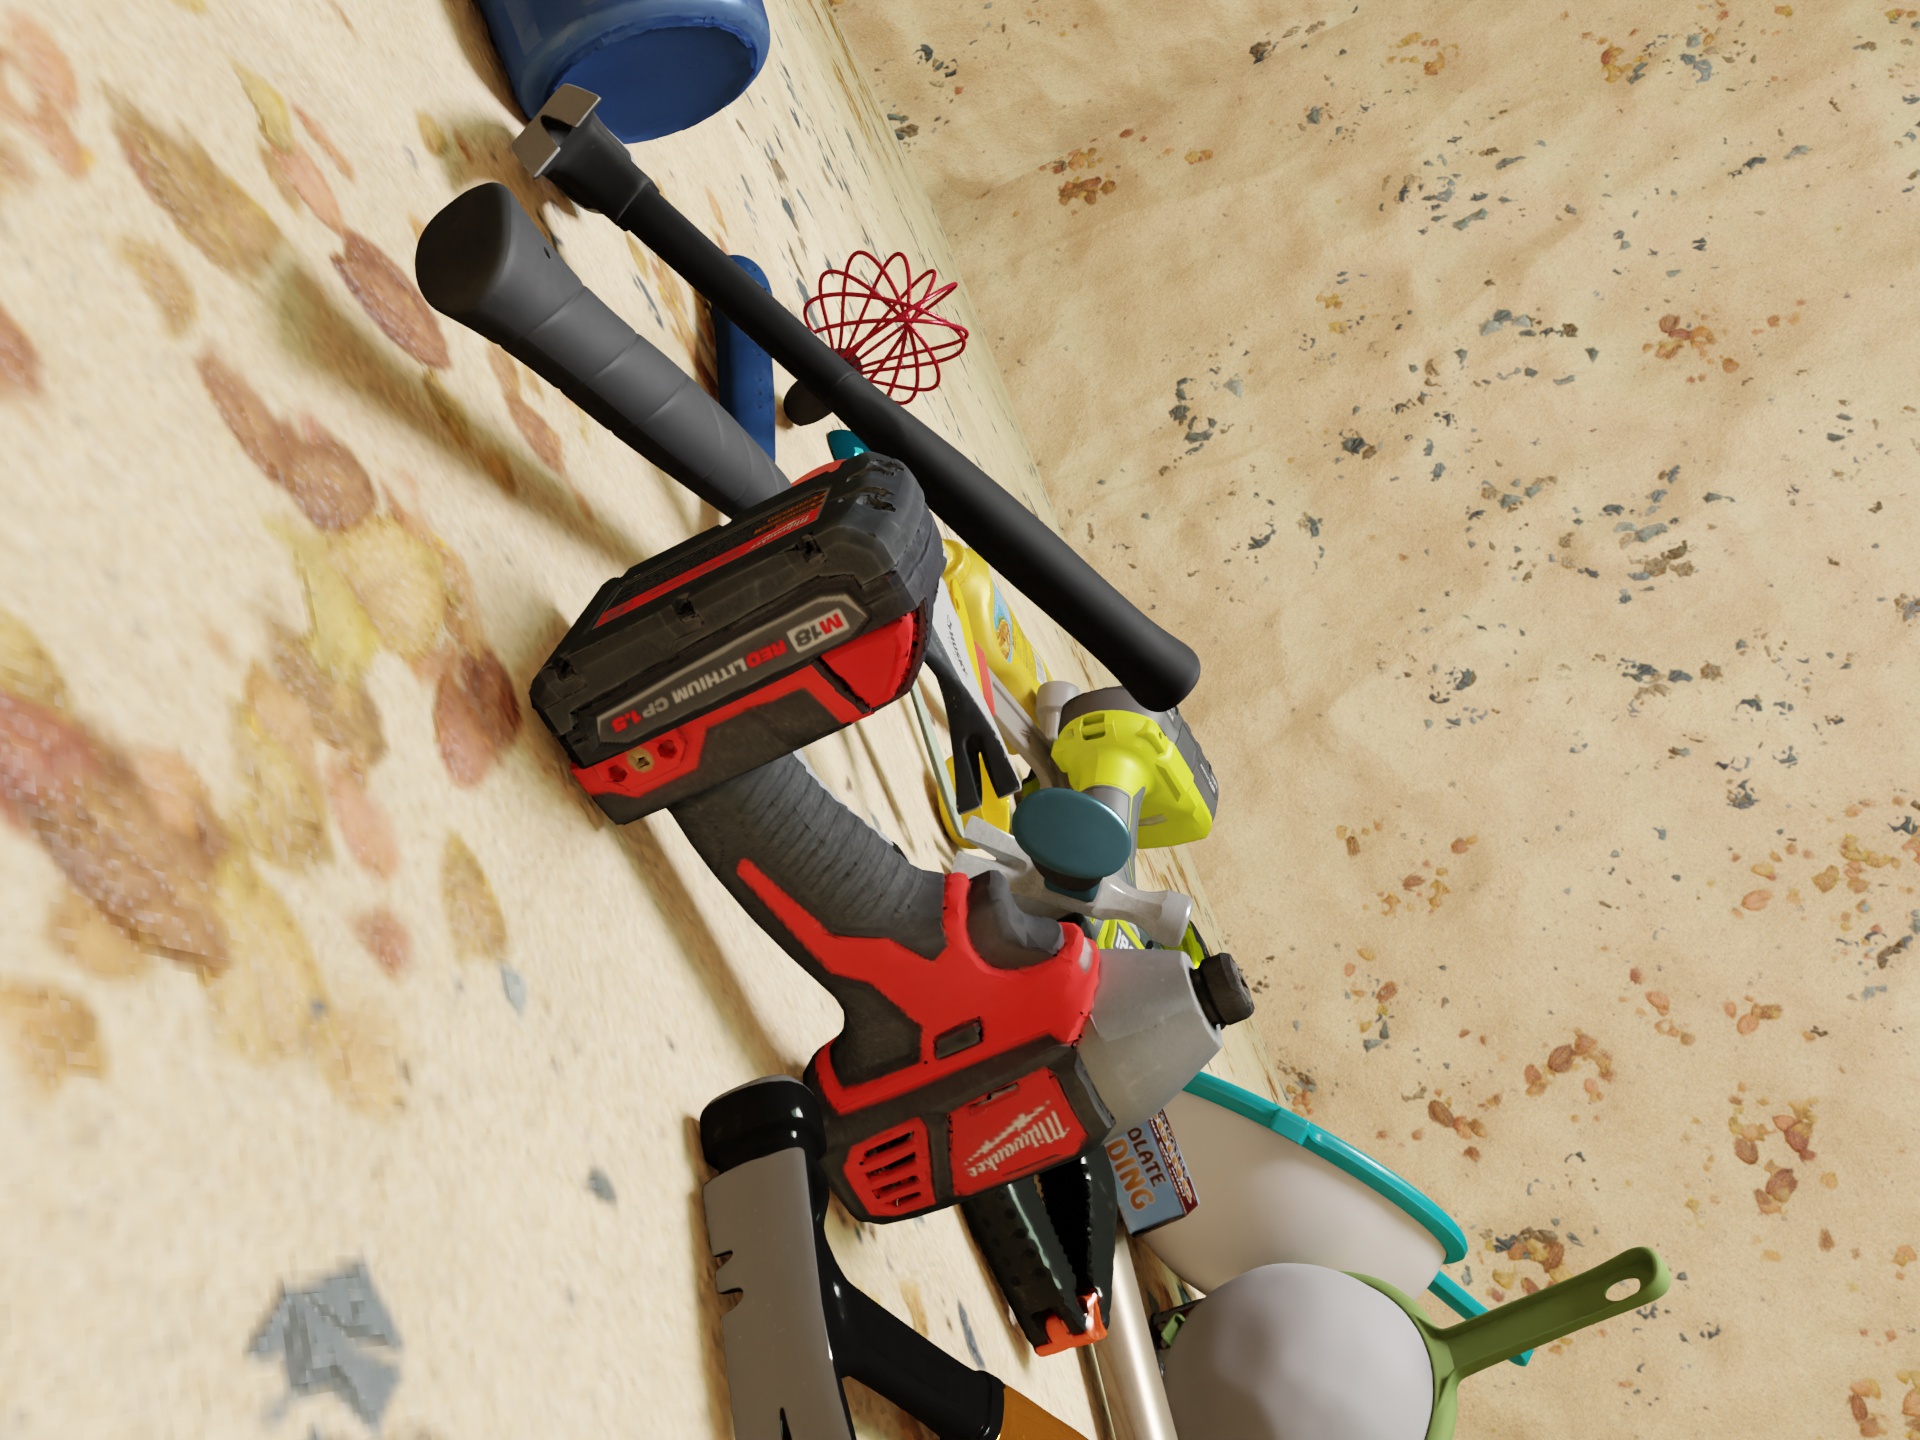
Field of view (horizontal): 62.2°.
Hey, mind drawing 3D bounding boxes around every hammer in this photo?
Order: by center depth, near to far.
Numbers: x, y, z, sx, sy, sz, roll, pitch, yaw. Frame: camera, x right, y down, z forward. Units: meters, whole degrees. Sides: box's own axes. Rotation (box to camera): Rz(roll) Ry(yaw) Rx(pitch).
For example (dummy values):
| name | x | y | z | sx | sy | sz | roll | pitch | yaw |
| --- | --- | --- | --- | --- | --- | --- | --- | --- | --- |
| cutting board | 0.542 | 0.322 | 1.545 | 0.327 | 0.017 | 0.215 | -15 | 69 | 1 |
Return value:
| name | x | y | z | sx | sy | sz | roll | pitch | yaw |
| --- | --- | --- | --- | --- | --- | --- | --- | --- | --- |
| hammer | 0.015 | 0.232 | 0.501 | 0.336 | 0.034 | 0.127 | 57 | 13 | -49 |
| hammer | -0.061 | -0.067 | 0.567 | 0.149 | 0.036 | 0.408 | 70 | 12 | 18 |
| hammer | -0.035 | -0.120 | 0.621 | 0.334 | 0.035 | 0.146 | 41 | 5 | -9 |
| hammer | -0.091 | -0.100 | 0.696 | 0.406 | 0.035 | 0.143 | -101 | 165 | -51 |
| hammer | 0.070 | 0.278 | 0.703 | 0.146 | 0.038 | 0.411 | 54 | 16 | -50 |
| hammer | 0.052 | 0.067 | 0.728 | 0.331 | 0.128 | 0.033 | 65 | 43 | -79 |
| hammer | -0.004 | -0.031 | 0.964 | 0.358 | 0.037 | 0.149 | 48 | 41 | -52 |

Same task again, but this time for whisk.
| name | x | y | z | sx | sy | sz | roll | pitch | yaw |
| --- | --- | --- | --- | --- | --- | --- | --- | --- | --- |
| whisk | -0.057 | -0.179 | 0.798 | 0.073 | 0.073 | 0.296 | 66 | -12 | -8 |

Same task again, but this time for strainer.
| name | x | y | z | sx | sy | sz | roll | pitch | yaw |
| --- | --- | --- | --- | --- | --- | --- | --- | --- | --- |
| strainer | 0.192 | 0.285 | 0.729 | 0.069 | 0.256 | 0.152 | 51 | 20 | -25 |
| strainer | 0.213 | 0.323 | 0.922 | 0.340 | 0.095 | 0.211 | 41 | -20 | -22 |

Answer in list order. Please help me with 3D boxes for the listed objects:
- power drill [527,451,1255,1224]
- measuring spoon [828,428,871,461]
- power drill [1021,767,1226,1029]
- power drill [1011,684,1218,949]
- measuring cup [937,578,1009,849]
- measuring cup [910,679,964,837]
| name | x | y | z | sx | sy | sz | roll | pitch | yaw |
| --- | --- | --- | --- | --- | --- | --- | --- | --- | --- |
| power drill | -0.013 | 0.042 | 0.468 | 0.219 | 0.143 | 0.079 | 61 | 13 | -20 |
| measuring spoon | -0.051 | -0.134 | 1.041 | 0.042 | 0.021 | 0.128 | -32 | 98 | -81 |
| power drill | 0.117 | 0.133 | 1.206 | 0.223 | 0.080 | 0.171 | 59 | 13 | -27 |
| power drill | 0.107 | 0.108 | 1.016 | 0.190 | 0.080 | 0.229 | 54 | 36 | -36 |
| measuring cup | -0.001 | -0.003 | 0.904 | 0.062 | 0.029 | 0.156 | 21 | 58 | -70 |
| measuring cup | -0.041 | -0.015 | 0.782 | 0.083 | 0.038 | 0.167 | -55 | 126 | -79 |
